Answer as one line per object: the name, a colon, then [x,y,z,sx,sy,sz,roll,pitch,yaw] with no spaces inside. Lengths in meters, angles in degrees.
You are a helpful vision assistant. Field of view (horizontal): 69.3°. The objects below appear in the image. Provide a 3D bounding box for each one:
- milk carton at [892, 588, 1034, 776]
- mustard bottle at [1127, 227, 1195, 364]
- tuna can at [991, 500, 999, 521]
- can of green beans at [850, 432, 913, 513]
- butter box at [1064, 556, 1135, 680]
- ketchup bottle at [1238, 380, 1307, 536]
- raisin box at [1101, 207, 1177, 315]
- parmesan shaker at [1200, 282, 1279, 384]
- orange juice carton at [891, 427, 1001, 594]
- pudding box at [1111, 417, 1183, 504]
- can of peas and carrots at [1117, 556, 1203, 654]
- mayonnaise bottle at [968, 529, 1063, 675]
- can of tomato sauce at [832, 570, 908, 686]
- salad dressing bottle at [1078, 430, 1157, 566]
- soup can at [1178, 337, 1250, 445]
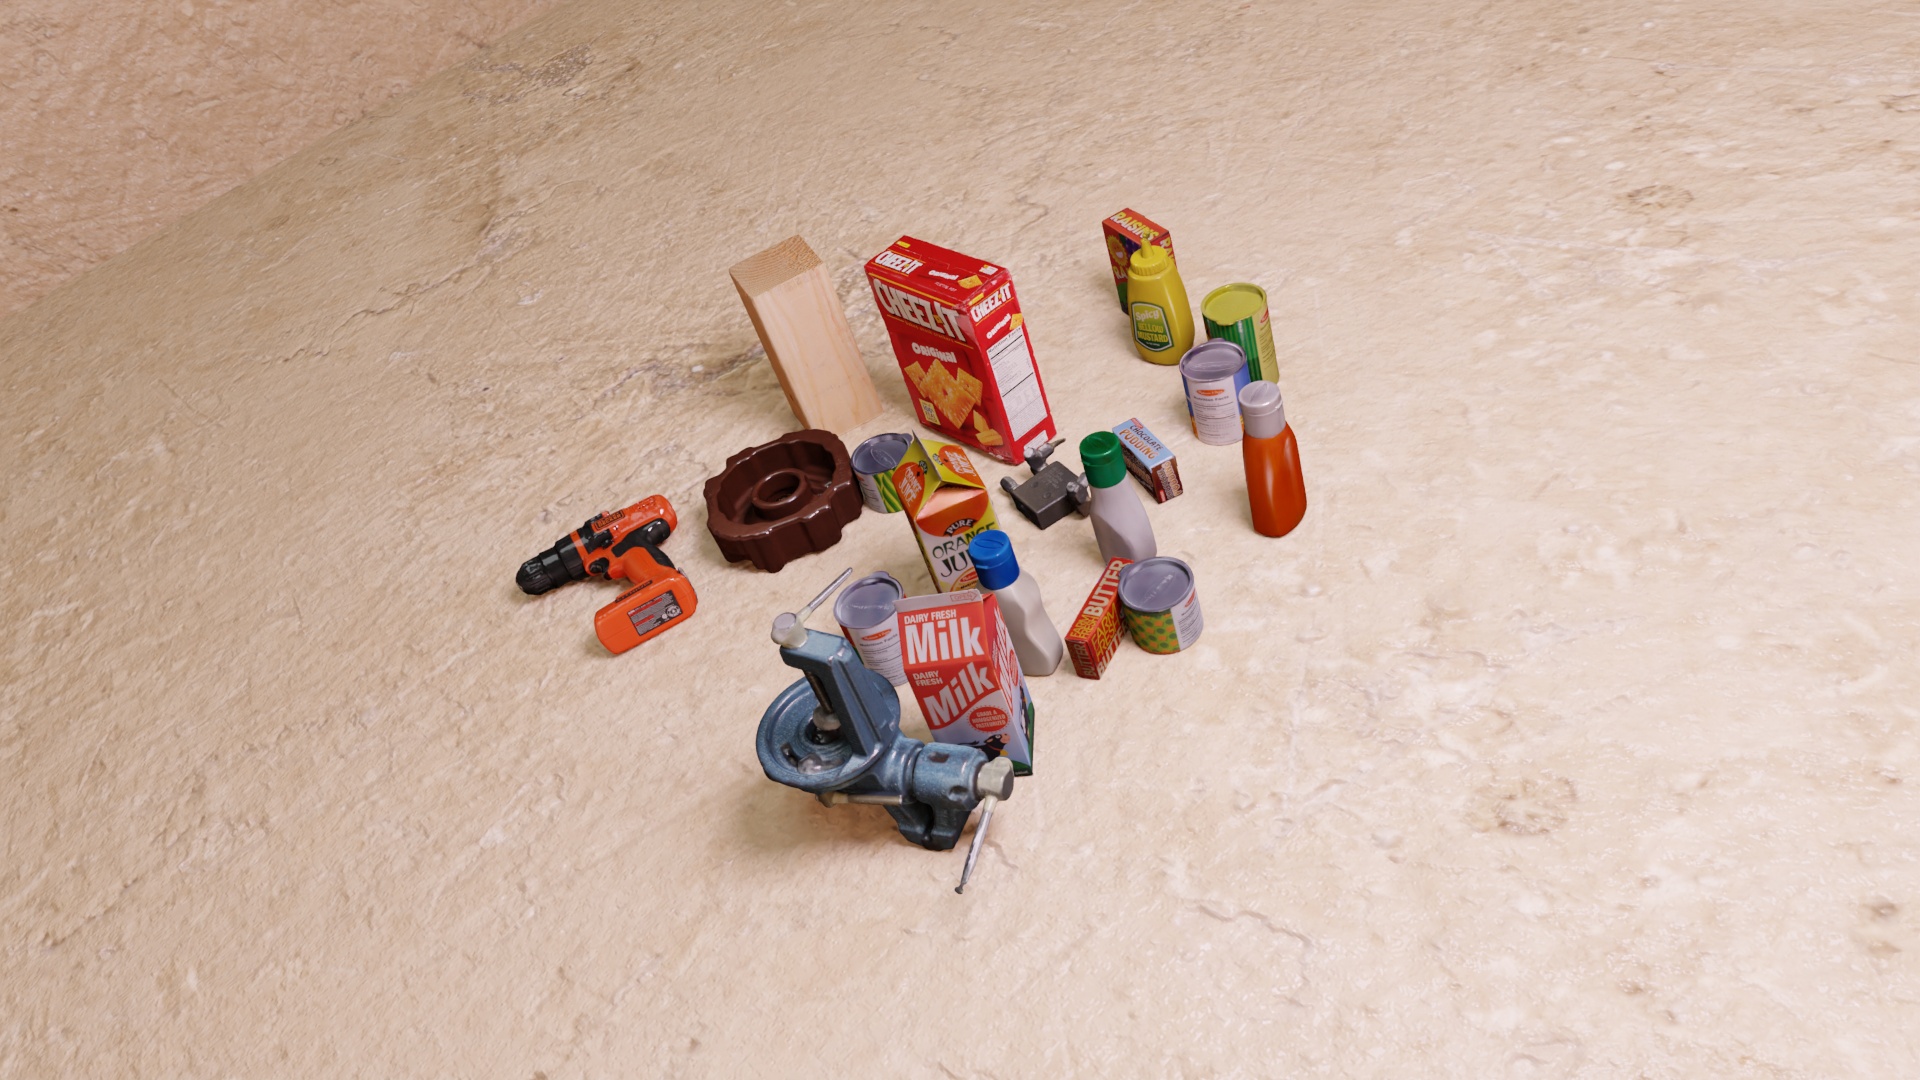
milk carton: [0.005,0.109,1.125,0.072,0.189,0.074,-10,41,13]
mustard bottle: [0.207,-0.261,1.477,0.065,0.159,0.049,13,50,33]
tuna can: [0.005,-0.017,1.388,0.071,0.032,0.071,-12,41,10]
can of green beans: [-0.075,-0.071,1.461,0.071,0.057,0.071,-12,41,10]
butter box: [0.128,0.068,1.226,0.024,0.053,0.104,10,49,32]
ketchup bottle: [0.279,-0.075,1.249,0.043,0.148,0.065,14,51,34]
raisin box: [0.206,-0.299,1.548,0.040,0.122,0.086,-30,41,-11]
parmesan shaker: [0.286,-0.201,1.422,0.071,0.102,0.072,-12,41,11]
orange juice carton: [-0.006,-0.013,1.264,0.073,0.191,0.072,-24,40,-4]
pudding box: [0.184,-0.080,1.370,0.030,0.049,0.084,-27,40,-7]
can of peas and carrots: [0.174,0.056,1.216,0.071,0.058,0.071,-12,41,10]
mayonnaise bottle: [0.044,0.055,1.202,0.065,0.147,0.041,9,48,31]
can of tomato sauce: [-0.072,0.082,1.270,0.071,0.082,0.071,-12,41,10]
salad dressing bottle: [0.141,-0.032,1.260,0.044,0.147,0.064,-36,42,-17]
soup can: [0.259,-0.149,1.390,0.071,0.083,0.072,-12,41,10]
